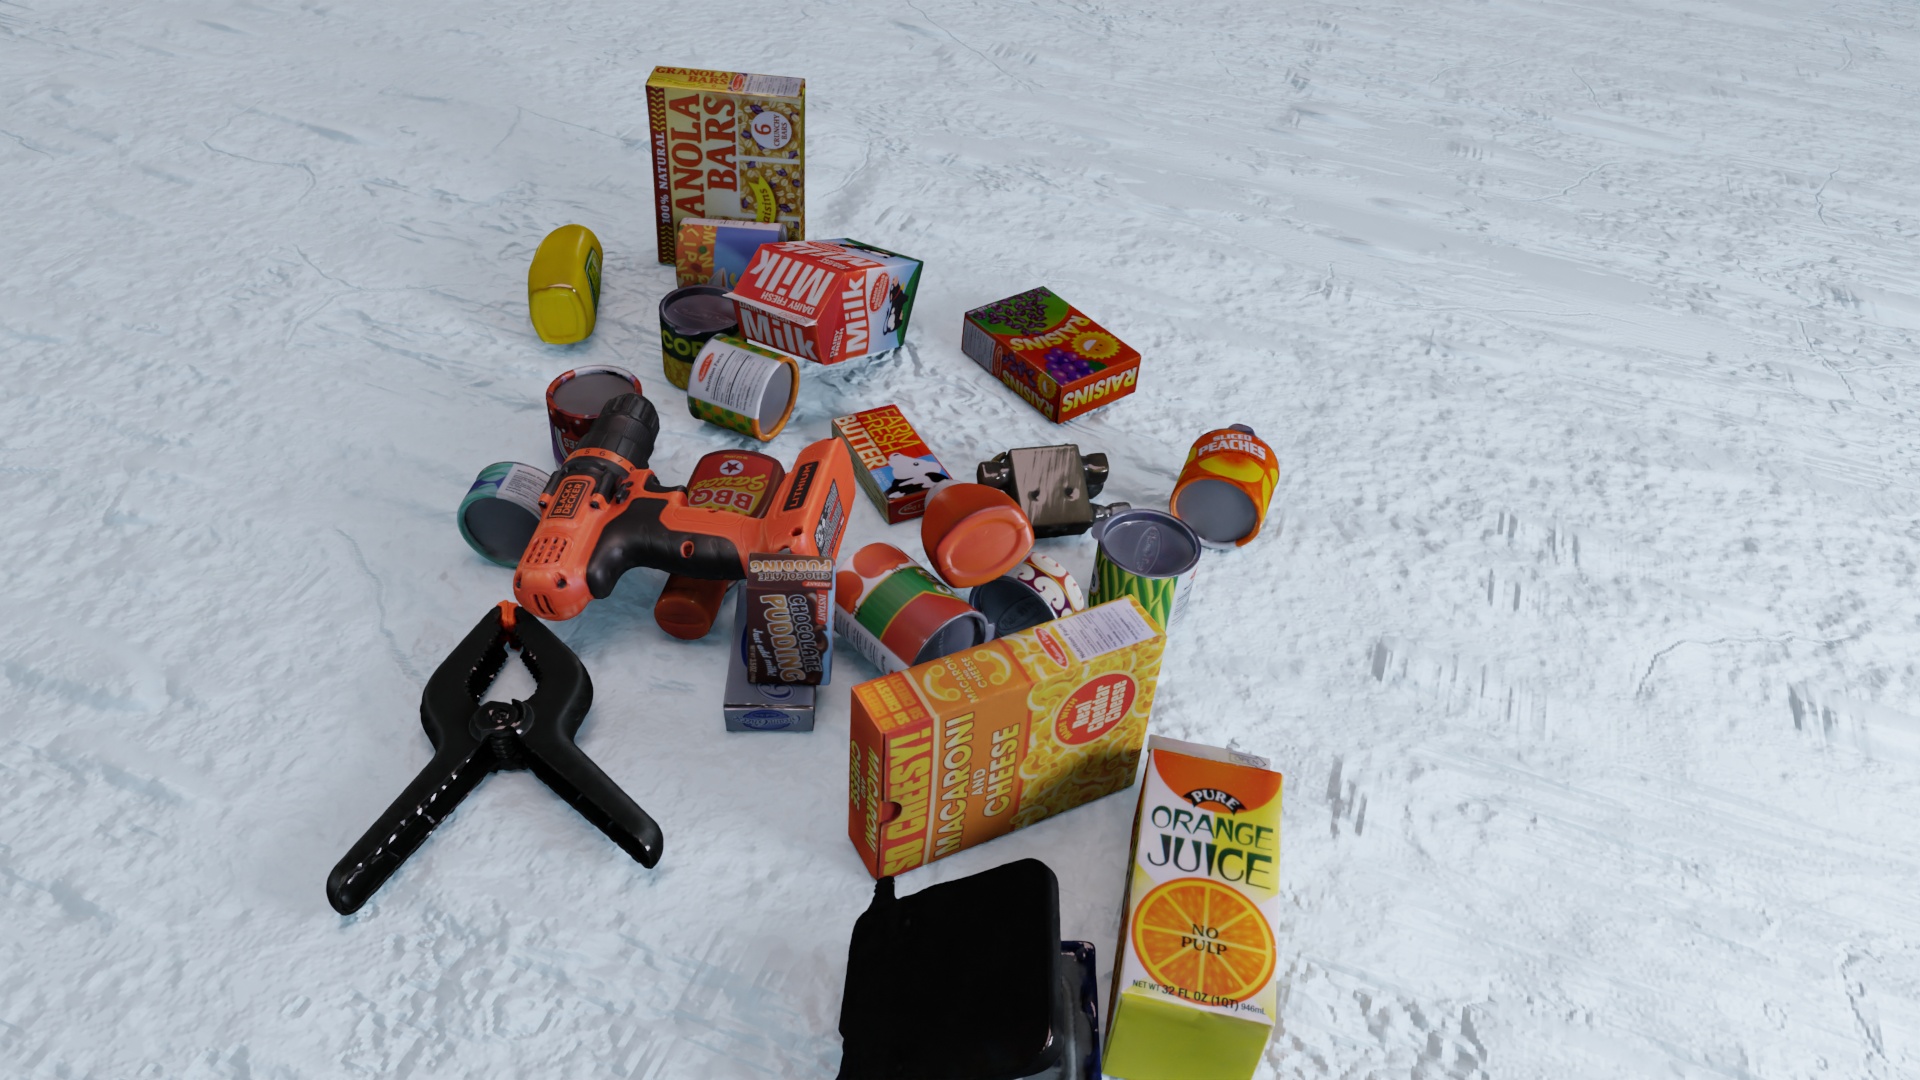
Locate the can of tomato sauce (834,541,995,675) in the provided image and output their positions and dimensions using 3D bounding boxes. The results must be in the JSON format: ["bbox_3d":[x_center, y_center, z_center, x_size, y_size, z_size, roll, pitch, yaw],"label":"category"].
[{"bbox_3d":[-0.033,0.048,0.848,0.071,0.070,0.083,-29,51,-33],"label":"can of tomato sauce"}]

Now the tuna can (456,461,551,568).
[{"bbox_3d":[-0.288,-0.014,0.893,0.071,0.070,0.033,8,42,3],"label":"tuna can"}]

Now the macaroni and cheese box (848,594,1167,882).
[{"bbox_3d":[0.024,0.107,0.746,0.167,0.123,0.040,-17,45,-23],"label":"macaroni and cheese box"}]

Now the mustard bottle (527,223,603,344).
[{"bbox_3d":[-0.316,-0.219,1.124,0.049,0.065,0.161,-4,38,-5],"label":"mustard bottle"}]

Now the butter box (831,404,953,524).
[{"bbox_3d":[-0.050,-0.057,0.997,0.053,0.024,0.104,-16,46,-22],"label":"butter box"}]

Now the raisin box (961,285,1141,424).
[{"bbox_3d":[0.071,-0.149,1.106,0.086,0.039,0.124,-23,48,-30],"label":"raisin box"}]

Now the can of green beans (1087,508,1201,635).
[{"bbox_3d":[0.118,0.022,0.902,0.071,0.057,0.071,3,41,-3],"label":"can of green beans"}]

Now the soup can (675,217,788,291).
[{"bbox_3d":[-0.188,-0.229,1.149,0.084,0.071,0.072,3,41,-1],"label":"soup can"}]

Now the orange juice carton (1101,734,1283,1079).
[{"bbox_3d":[0.122,0.177,0.715,0.072,0.072,0.194,11,41,6],"label":"orange juice carton"}]

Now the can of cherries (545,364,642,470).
[{"bbox_3d":[-0.255,-0.081,0.975,0.071,0.058,0.072,3,41,-3],"label":"can of cherries"}]

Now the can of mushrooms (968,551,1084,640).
[{"bbox_3d":[0.043,0.043,0.865,0.071,0.070,0.034,25,43,20],"label":"can of mushrooms"}]

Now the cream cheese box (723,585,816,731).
[{"bbox_3d":[-0.113,0.070,0.846,0.053,0.024,0.104,2,41,-4],"label":"cream cheese box"}]

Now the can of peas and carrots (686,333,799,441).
[{"bbox_3d":[-0.157,-0.111,1.018,0.059,0.070,0.071,20,43,15],"label":"can of peas and carrots"}]

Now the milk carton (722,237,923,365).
[{"bbox_3d":[-0.102,-0.181,1.045,0.072,0.073,0.191,21,20,16],"label":"milk carton"}]

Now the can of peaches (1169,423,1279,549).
[{"bbox_3d":[0.184,-0.037,0.968,0.071,0.070,0.058,17,44,13],"label":"can of peaches"}]

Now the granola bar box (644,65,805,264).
[{"bbox_3d":[-0.192,-0.304,1.156,0.124,0.164,0.039,5,42,-2],"label":"granola bar box"}]

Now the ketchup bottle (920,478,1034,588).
[{"bbox_3d":[0.003,-0.011,0.890,0.065,0.043,0.149,-29,14,-2],"label":"ketchup bottle"}]

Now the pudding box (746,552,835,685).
[{"bbox_3d":[-0.097,0.046,0.793,0.050,0.083,0.030,3,44,-5],"label":"pudding box"}]

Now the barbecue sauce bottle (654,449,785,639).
[{"bbox_3d":[-0.160,0.001,0.905,0.065,0.043,0.149,5,41,7],"label":"barbecue sauce bottle"}]

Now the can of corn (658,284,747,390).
[{"bbox_3d":[-0.197,-0.153,1.064,0.071,0.058,0.071,3,41,-3],"label":"can of corn"}]
